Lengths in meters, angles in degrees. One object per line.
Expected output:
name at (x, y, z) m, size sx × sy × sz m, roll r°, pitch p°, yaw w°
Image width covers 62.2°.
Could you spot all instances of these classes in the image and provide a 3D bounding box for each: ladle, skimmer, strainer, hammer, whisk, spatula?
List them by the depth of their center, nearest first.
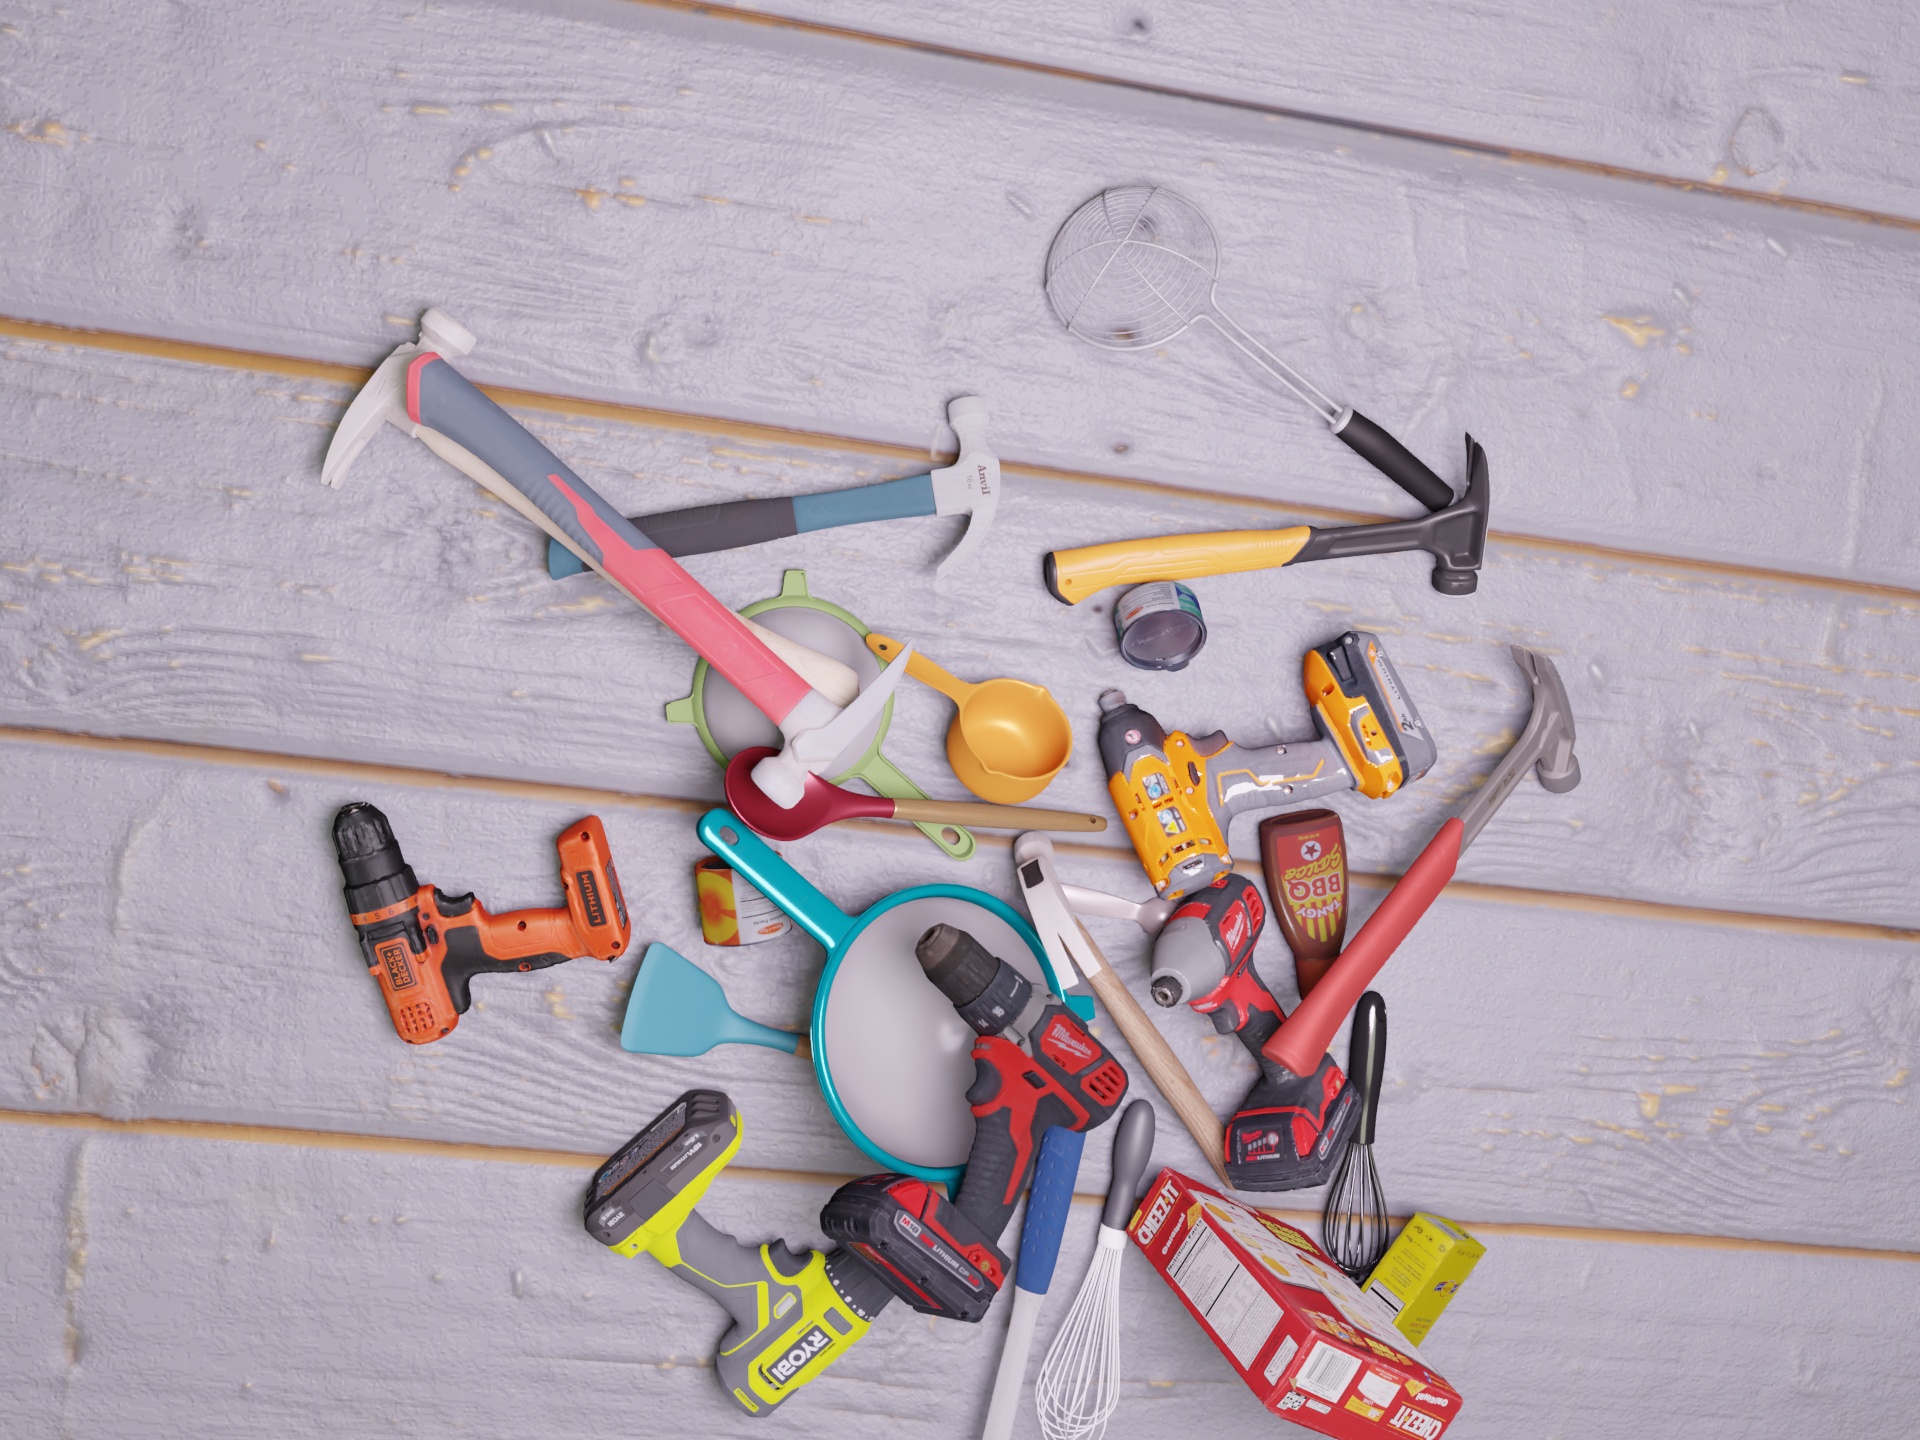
hammer at (-0.211, -0.121, 1.070) m, size 0.386 × 0.038 × 0.143 m, roll 42°, pitch 90°, yaw 0°
hammer at (-0.246, -0.109, 1.107) m, size 0.410 × 0.038 × 0.146 m, roll 37°, pitch 90°, yaw 1°
hammer at (-0.133, -0.148, 1.151) m, size 0.331 × 0.033 × 0.128 m, roll -9°, pitch 82°, yaw -3°
ladle at (-0.027, 0.064, 1.160) m, size 0.315 × 0.031 × 0.069 m, roll 7°, pitch 64°, yaw -27°
strainer at (-0.074, 0.187, 1.166) m, size 0.340 × 0.095 × 0.211 m, roll 43°, pitch 63°, yaw -13°
strainer at (-0.082, 0.021, 1.169) m, size 0.256 × 0.069 × 0.151 m, roll 42°, pitch 91°, yaw -9°
hammer at (0.342, 0.113, 1.178) m, size 0.359 × 0.037 × 0.149 m, roll -47°, pitch 131°, yaw -16°
hammer at (0.229, -0.135, 1.192) m, size 0.337 × 0.034 × 0.127 m, roll -7°, pitch 123°, yaw -3°
skimmer at (0.228, -0.262, 1.194) m, size 0.363 × 0.090 × 0.127 m, roll 32°, pitch 90°, yaw -20°
hammer at (0.137, 0.239, 1.211) m, size 0.031 × 0.130 × 0.331 m, roll -31°, pitch 111°, yaw 9°
spatula at (-0.099, 0.255, 1.211) m, size 0.317 × 0.044 × 0.082 m, roll 19°, pitch 67°, yaw -11°
hammer at (0.047, 0.451, 1.238) m, size 0.144 × 0.035 × 0.405 m, roll 12°, pitch 88°, yaw 32°
whisk at (0.114, 0.439, 1.258) m, size 0.070 × 0.070 × 0.284 m, roll 13°, pitch 91°, yaw -9°
whisk at (0.324, 0.335, 1.278) m, size 0.055 × 0.055 × 0.239 m, roll 3°, pitch 93°, yaw -8°

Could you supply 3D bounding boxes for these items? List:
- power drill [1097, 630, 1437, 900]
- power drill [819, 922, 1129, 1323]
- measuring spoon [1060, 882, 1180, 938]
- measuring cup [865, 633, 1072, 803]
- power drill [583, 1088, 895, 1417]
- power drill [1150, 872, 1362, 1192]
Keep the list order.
power drill at (0.219, 0.018, 1.194) m, size 0.226 × 0.084 × 0.164 m, roll -24°, pitch 74°, yaw -1°
power drill at (0.000, 0.270, 1.091) m, size 0.187 × 0.080 × 0.227 m, roll 45°, pitch 59°, yaw -14°
measuring spoon at (0.115, 0.146, 1.237) m, size 0.124 × 0.018 × 0.034 m, roll 13°, pitch 96°, yaw -8°
measuring cup at (-0.002, -0.004, 1.180) m, size 0.173 × 0.052 × 0.095 m, roll 32°, pitch 52°, yaw 4°
power drill at (-0.153, 0.393, 1.207) m, size 0.190 × 0.080 × 0.228 m, roll -41°, pitch 103°, yaw 0°
power drill at (0.214, 0.239, 1.203) m, size 0.078 × 0.143 × 0.219 m, roll -18°, pitch 103°, yaw 37°
